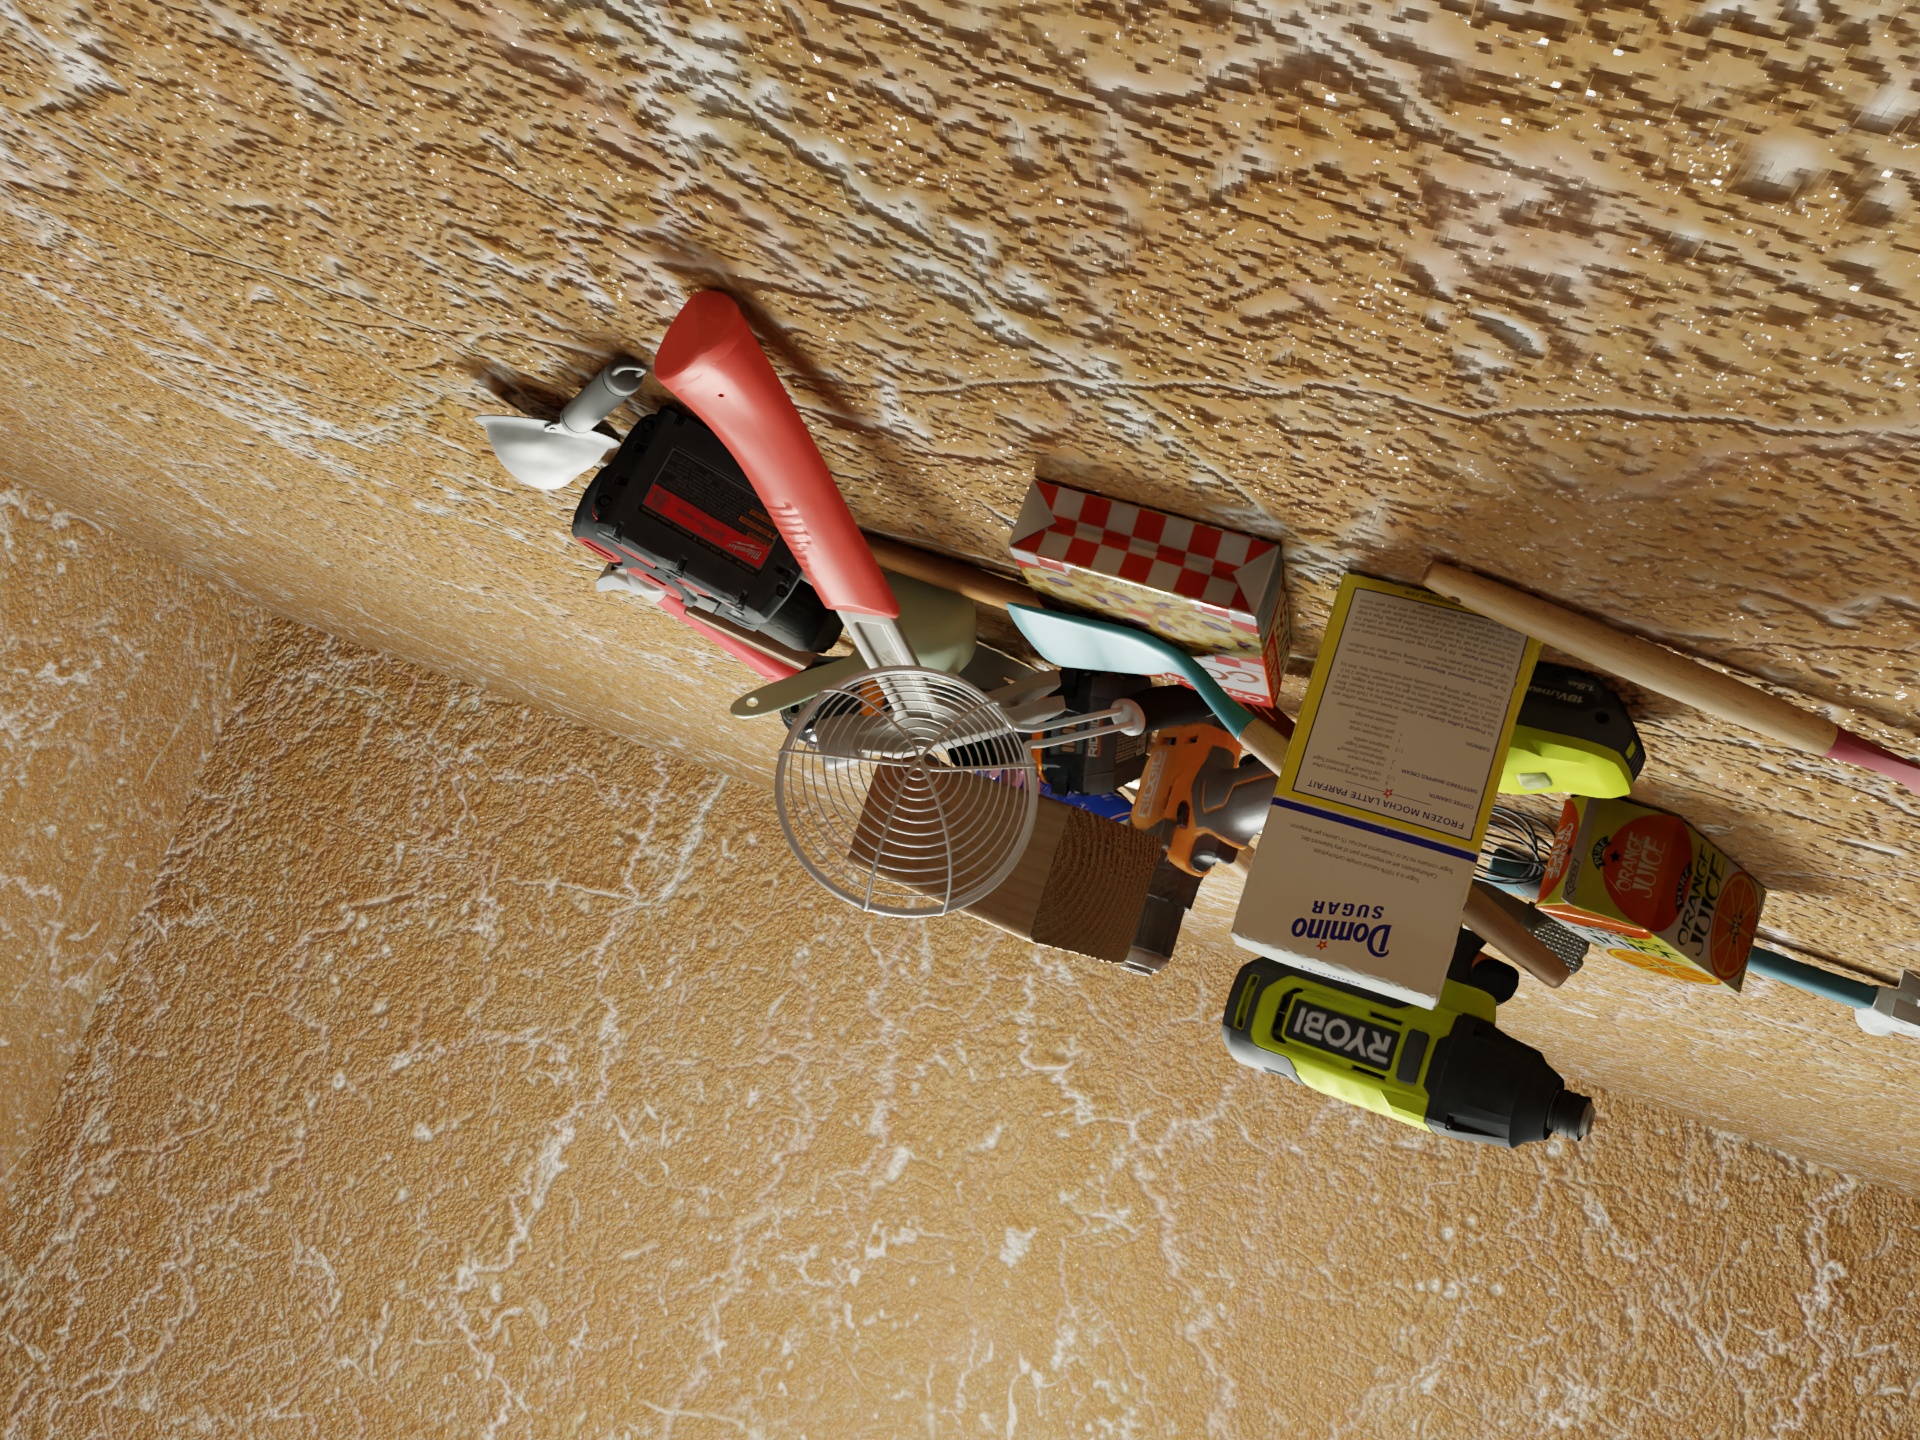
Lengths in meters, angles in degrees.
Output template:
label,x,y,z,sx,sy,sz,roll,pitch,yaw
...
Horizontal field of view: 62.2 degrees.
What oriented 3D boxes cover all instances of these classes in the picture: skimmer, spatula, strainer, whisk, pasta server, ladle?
label,x,y,z,sx,sy,sz,roll,pitch,yaw
skimmer,0.044,0.018,0.877,0.363,0.090,0.127,-11,-113,-58
spatula,0.054,-0.055,0.938,0.323,0.041,0.081,20,-167,14
spatula,0.152,0.029,0.770,0.318,0.044,0.082,41,177,28
strainer,-0.219,-0.167,0.897,0.086,0.050,0.258,7,174,-26
whisk,0.296,0.061,1.097,0.239,0.055,0.055,20,172,38
pasta server,-0.071,-0.016,1.244,0.316,0.040,0.060,25,-179,-11
ladle,0.342,-0.003,0.671,0.315,0.031,0.069,22,171,0

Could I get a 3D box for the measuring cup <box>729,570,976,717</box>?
label,x,y,z,sx,sy,sz,roll,pitch,yaw
measuring cup,-0.065,-0.045,0.962,0.083,0.167,0.038,49,150,33

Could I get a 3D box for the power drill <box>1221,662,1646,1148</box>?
label,x,y,z,sx,sy,sz,roll,pitch,yaw
power drill,0.241,0.085,0.770,0.171,0.223,0.080,14,169,34

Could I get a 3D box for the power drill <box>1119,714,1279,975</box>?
label,x,y,z,sx,sy,sz,roll,pitch,yaw
power drill,0.184,0.081,1.016,0.084,0.185,0.226,24,167,-28

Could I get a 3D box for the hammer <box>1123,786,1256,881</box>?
label,x,y,z,sx,sy,sz,roll,pitch,yaw
hammer,0.218,0.107,1.230,0.332,0.031,0.130,39,-177,27

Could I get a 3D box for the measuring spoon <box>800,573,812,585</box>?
label,x,y,z,sx,sy,sz,roll,pitch,yaw
measuring spoon,-0.100,-0.086,1.166,0.034,0.018,0.124,17,171,19

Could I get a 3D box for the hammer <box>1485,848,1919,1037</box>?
label,x,y,z,sx,sy,sz,roll,pitch,yaw
hammer,0.546,0.163,1.165,0.331,0.033,0.128,19,172,8

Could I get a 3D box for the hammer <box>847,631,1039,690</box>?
label,x,y,z,sx,sy,sz,roll,pitch,yaw
hammer,-0.040,-0.034,1.290,0.146,0.035,0.335,23,171,-9

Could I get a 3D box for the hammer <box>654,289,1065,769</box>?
label,x,y,z,sx,sy,sz,roll,pitch,yaw
hammer,-0.053,-0.082,0.811,0.149,0.037,0.358,-15,147,8

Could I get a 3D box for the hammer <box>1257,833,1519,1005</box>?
label,x,y,z,sx,sy,sz,roll,pitch,yaw
hammer,0.314,0.132,1.192,0.127,0.034,0.337,23,-172,-14

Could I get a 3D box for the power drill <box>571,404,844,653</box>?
label,x,y,z,sx,sy,sz,roll,pitch,yaw
power drill,-0.141,-0.100,0.963,0.187,0.080,0.227,29,172,-13

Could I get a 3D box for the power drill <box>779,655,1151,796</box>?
label,x,y,z,sx,sy,sz,roll,pitch,yaw
power drill,-0.002,-0.003,1.033,0.226,0.084,0.164,6,-175,17

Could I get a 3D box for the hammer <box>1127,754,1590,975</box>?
label,x,y,z,sx,sy,sz,roll,pitch,yaw
hammer,0.247,0.079,1.149,0.411,0.038,0.146,21,-169,21

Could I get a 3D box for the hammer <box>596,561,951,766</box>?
label,x,y,z,sx,sy,sz,roll,pitch,yaw
hammer,-0.133,-0.026,1.351,0.386,0.038,0.143,35,167,-23
